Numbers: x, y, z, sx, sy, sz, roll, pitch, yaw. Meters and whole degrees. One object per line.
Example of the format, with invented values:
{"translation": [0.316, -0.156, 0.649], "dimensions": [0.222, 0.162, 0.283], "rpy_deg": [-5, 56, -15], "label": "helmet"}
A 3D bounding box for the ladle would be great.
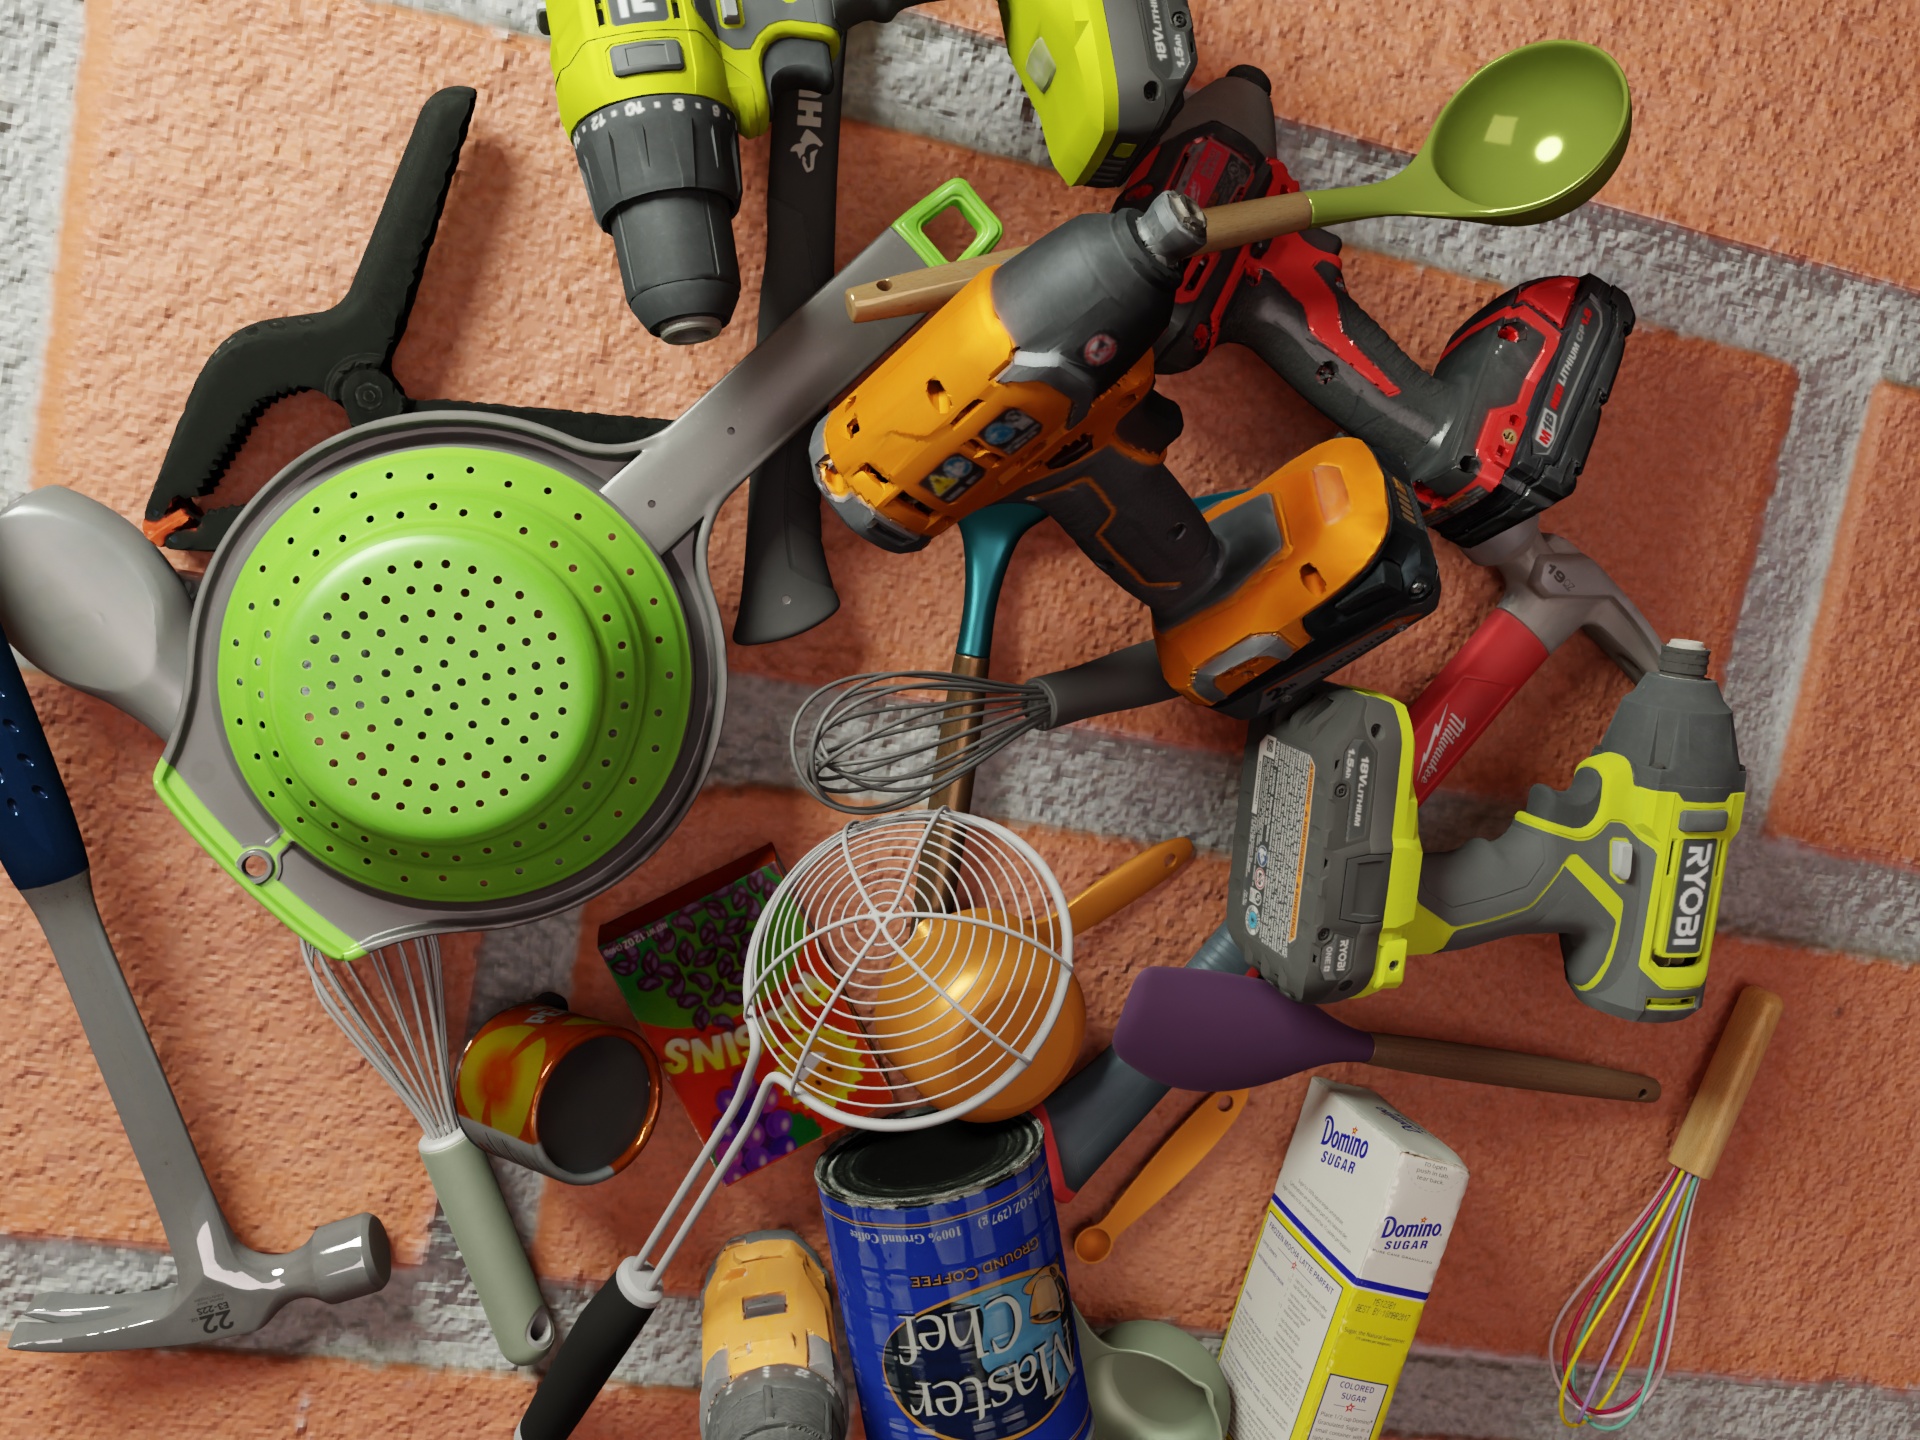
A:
{"translation": [0.110, -0.200, 0.609], "dimensions": [0.320, 0.062, 0.078], "rpy_deg": [-15, 56, -12], "label": "ladle"}

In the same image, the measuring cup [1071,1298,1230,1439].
{"translation": [0.063, 0.286, 0.756], "dimensions": [0.083, 0.038, 0.167], "rpy_deg": [-39, 85, 26], "label": "measuring cup"}

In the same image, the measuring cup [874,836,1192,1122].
{"translation": [0.047, 0.110, 0.710], "dimensions": [0.173, 0.052, 0.095], "rpy_deg": [-33, 121, -12], "label": "measuring cup"}

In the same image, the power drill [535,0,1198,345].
{"translation": [-0.036, -0.246, 0.588], "dimensions": [0.228, 0.080, 0.190], "rpy_deg": [-11, 88, -10], "label": "power drill"}

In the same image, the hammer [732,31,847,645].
{"translation": [-0.072, -0.197, 0.658], "dimensions": [0.146, 0.035, 0.334], "rpy_deg": [3, 98, -13], "label": "hammer"}

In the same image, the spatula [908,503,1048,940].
{"translation": [-0.001, -0.002, 0.696], "dimensions": [0.082, 0.044, 0.317], "rpy_deg": [9, 98, 2], "label": "spatula"}

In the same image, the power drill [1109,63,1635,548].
{"translation": [0.167, -0.180, 0.683], "dimensions": [0.219, 0.078, 0.143], "rpy_deg": [27, 73, -9], "label": "power drill"}

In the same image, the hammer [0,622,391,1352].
{"translation": [-0.351, 0.072, 0.611], "dimensions": [0.144, 0.035, 0.405], "rpy_deg": [-14, 109, -9], "label": "hammer"}

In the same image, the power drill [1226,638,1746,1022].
{"translation": [0.239, 0.046, 0.701], "dimensions": [0.223, 0.080, 0.171], "rpy_deg": [1, 100, -18], "label": "power drill"}

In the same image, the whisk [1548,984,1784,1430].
{"translation": [0.361, 0.249, 0.810], "dimensions": [0.047, 0.051, 0.245], "rpy_deg": [24, 90, -8], "label": "whisk"}

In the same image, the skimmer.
{"translation": [-0.084, 0.189, 0.656], "dimensions": [0.090, 0.127, 0.363], "rpy_deg": [1, 130, -46], "label": "skimmer"}

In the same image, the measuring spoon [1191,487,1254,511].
{"translation": [0.134, -0.096, 0.728], "dimensions": [0.128, 0.021, 0.042], "rpy_deg": [-12, 90, -1], "label": "measuring spoon"}

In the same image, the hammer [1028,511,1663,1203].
{"translation": [0.177, 0.081, 0.748], "dimensions": [0.143, 0.038, 0.386], "rpy_deg": [42, 88, -16], "label": "hammer"}

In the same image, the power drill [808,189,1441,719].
{"translation": [0.080, -0.095, 0.596], "dimensions": [0.226, 0.084, 0.164], "rpy_deg": [25, 135, -35], "label": "power drill"}

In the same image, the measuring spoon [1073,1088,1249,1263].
{"translation": [0.097, 0.215, 0.767], "dimensions": [0.117, 0.011, 0.021], "rpy_deg": [-45, 107, -6], "label": "measuring spoon"}

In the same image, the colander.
{"translation": [-0.128, -0.071, 0.592], "dimensions": [0.397, 0.094, 0.204], "rpy_deg": [-44, 101, -5], "label": "colander"}

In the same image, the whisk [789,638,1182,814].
{"translation": [0.032, -0.010, 0.663], "dimensions": [0.239, 0.055, 0.055], "rpy_deg": [-15, 102, -37], "label": "whisk"}

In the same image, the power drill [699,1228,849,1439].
{"translation": [-0.070, 0.357, 0.664], "dimensions": [0.084, 0.185, 0.226], "rpy_deg": [-6, 102, -8], "label": "power drill"}

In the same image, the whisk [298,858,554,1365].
{"translation": [-0.223, 0.170, 0.679], "dimensions": [0.059, 0.058, 0.246], "rpy_deg": [-9, 106, 25], "label": "whisk"}

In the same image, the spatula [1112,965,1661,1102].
{"translation": [0.211, 0.160, 0.753], "dimensions": [0.315, 0.018, 0.059], "rpy_deg": [12, 105, -23], "label": "spatula"}
